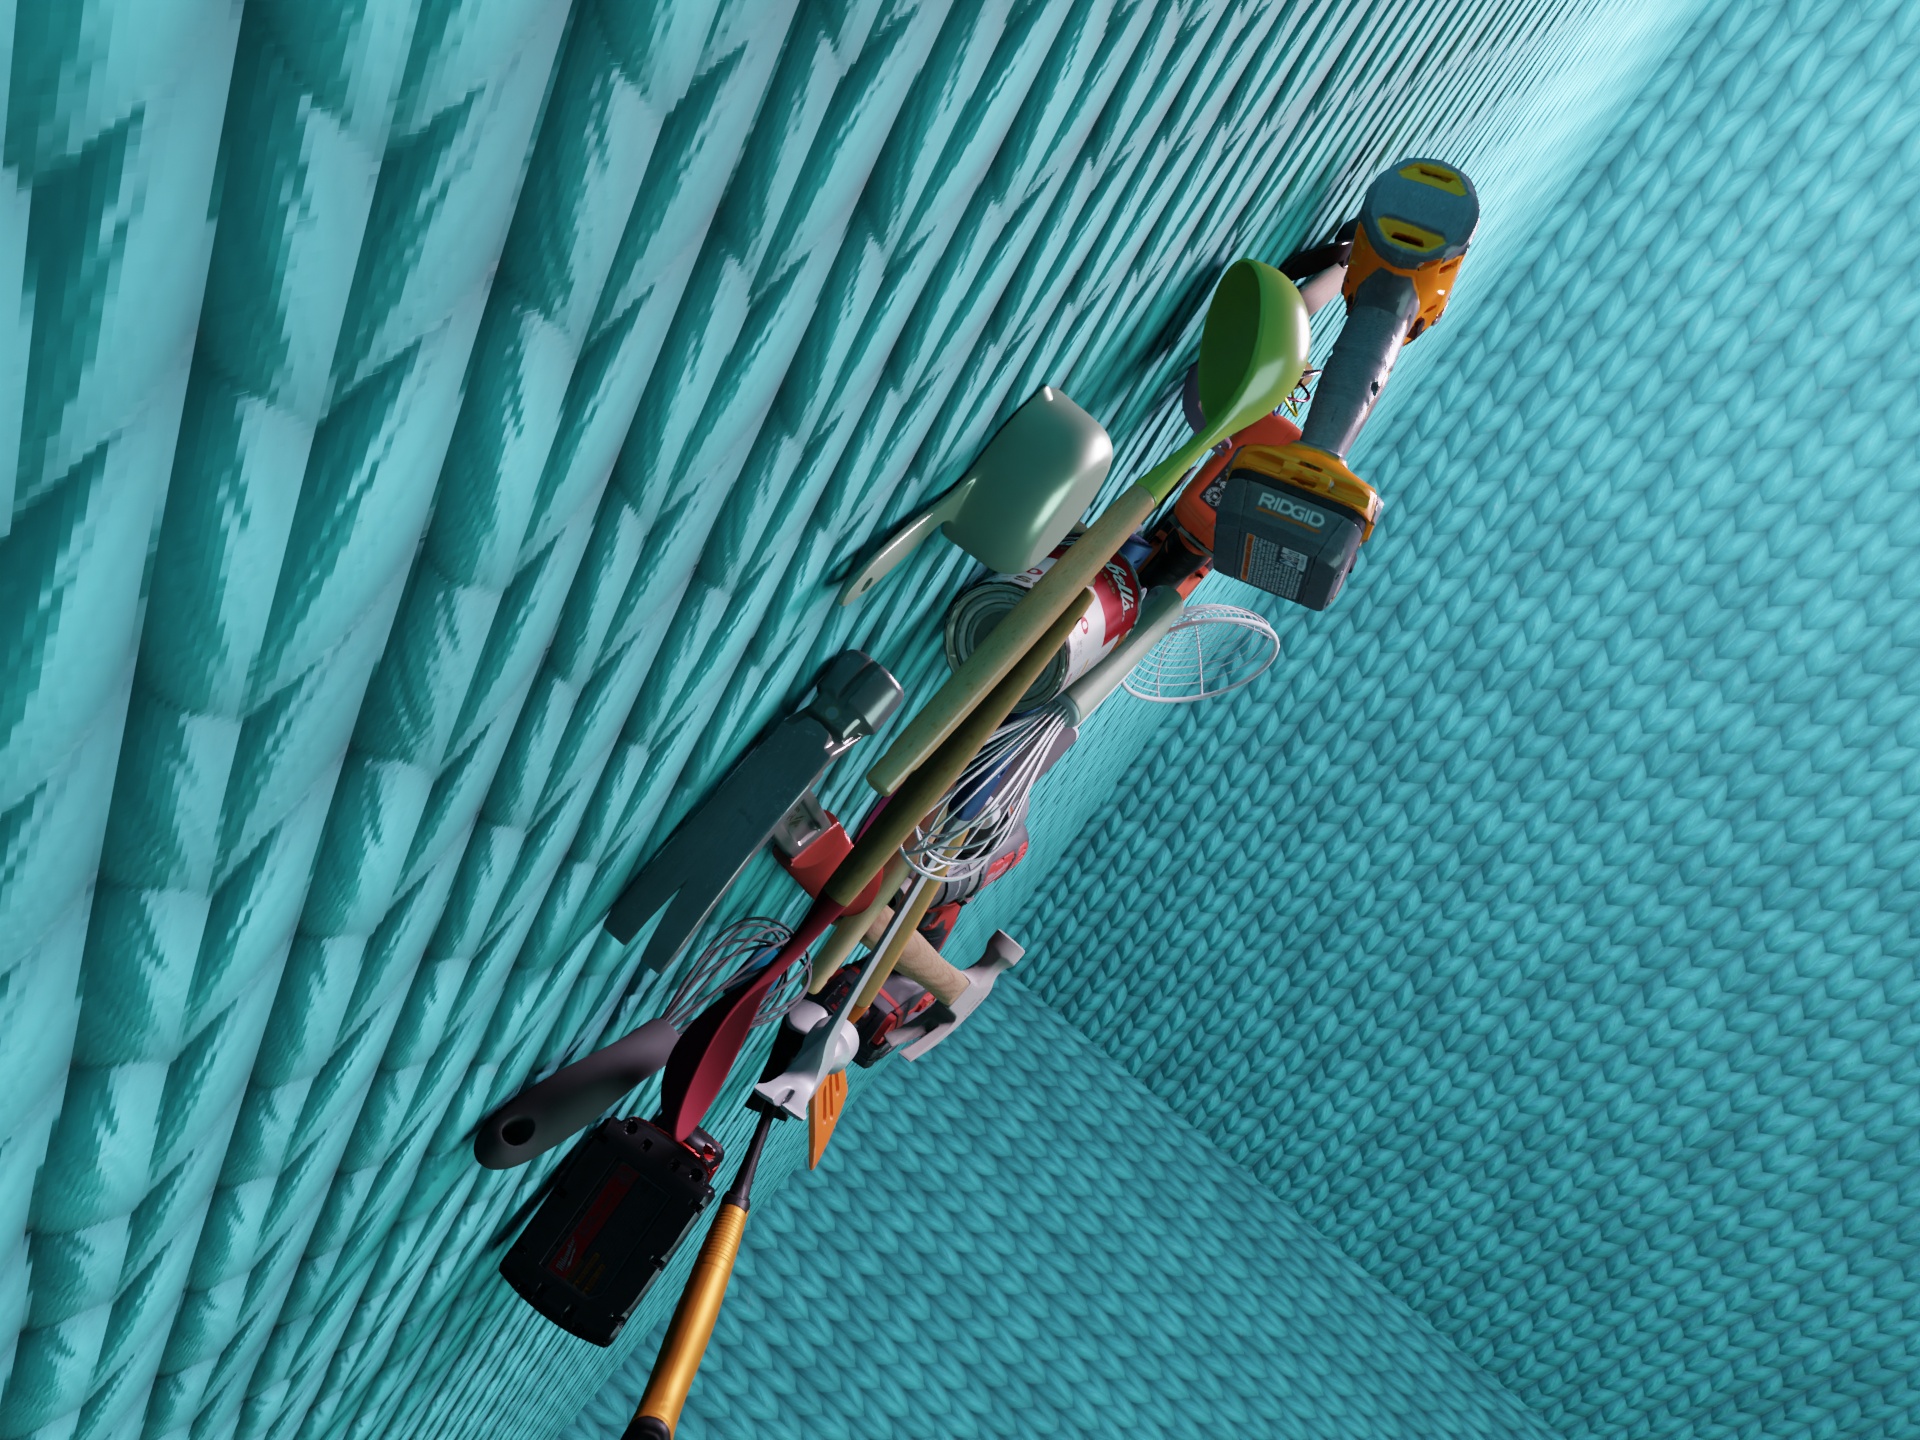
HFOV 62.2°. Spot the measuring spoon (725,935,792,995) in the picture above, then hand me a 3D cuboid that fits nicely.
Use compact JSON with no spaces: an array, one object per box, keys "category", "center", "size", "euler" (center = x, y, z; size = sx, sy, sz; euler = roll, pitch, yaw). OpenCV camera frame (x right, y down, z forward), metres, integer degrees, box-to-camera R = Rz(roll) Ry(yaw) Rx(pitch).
[{"category":"measuring spoon","center":[-0.113,0.156,1.023],"size":[0.042,0.021,0.128],"euler":[-53,170,13]}]

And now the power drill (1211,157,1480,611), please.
[{"category":"power drill","center":[0.221,-0.183,0.910],"size":[0.164,0.084,0.226],"euler":[52,61,-77]}]

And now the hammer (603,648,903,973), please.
[{"category":"hammer","center":[-0.079,0.071,0.791],"size":[0.149,0.037,0.359],"euler":[-50,171,-10]}]

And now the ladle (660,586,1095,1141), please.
[{"category":"ladle","center":[-0.041,0.062,0.731],"size":[0.315,0.031,0.069],"euler":[-51,172,1]}]

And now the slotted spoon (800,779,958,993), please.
[{"category":"slotted spoon","center":[-0.007,0.047,1.034],"size":[0.314,0.031,0.070],"euler":[-54,176,-4]}]

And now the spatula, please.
[{"category":"spatula","center":[-0.051,0.178,1.082],"size":[0.322,0.041,0.081],"euler":[-62,180,32]}]

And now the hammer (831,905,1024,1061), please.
[{"category":"hammer","center":[-0.037,0.180,1.194],"size":[0.130,0.031,0.331],"euler":[-49,155,-6]}]

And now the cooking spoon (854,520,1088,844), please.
[{"category":"cooking spoon","center":[-0.001,-0.003,0.943],"size":[0.069,0.017,0.318],"euler":[-42,169,-47]}]

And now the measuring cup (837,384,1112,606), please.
[{"category":"measuring cup","center":[0.009,-0.073,0.618],"size":[0.168,0.038,0.083],"euler":[-45,170,-48]}]

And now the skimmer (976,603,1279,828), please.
[{"category":"skimmer","center":[0.121,0.006,1.152],"size":[0.127,0.090,0.363],"euler":[-36,-177,41]}]

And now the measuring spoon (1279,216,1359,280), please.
[{"category":"measuring spoon","center":[0.211,-0.276,0.930],"size":[0.124,0.018,0.034],"euler":[-32,160,-47]}]

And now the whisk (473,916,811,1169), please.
[{"category":"whisk","center":[-0.146,0.152,0.768],"size":[0.055,0.055,0.239],"euler":[-56,166,29]}]

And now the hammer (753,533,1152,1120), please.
[{"category":"hammer","center":[-0.006,0.065,0.940],"size":[0.405,0.035,0.144],"euler":[-60,174,14]}]

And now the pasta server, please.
[{"category":"pasta server","center":[0.200,-0.236,0.947],"size":[0.316,0.040,0.060],"euler":[-43,158,-48]}]

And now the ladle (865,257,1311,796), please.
[{"category":"ladle","center":[0.057,-0.091,0.712],"size":[0.320,0.062,0.078],"euler":[-48,180,-21]}]

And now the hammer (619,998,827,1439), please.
[{"category":"hammer","center":[-0.159,0.343,1.056],"size":[0.337,0.034,0.127],"euler":[-72,-176,-53]}]

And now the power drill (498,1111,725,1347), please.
[{"category":"power drill","center":[-0.212,0.317,0.997],"size":[0.143,0.078,0.219],"euler":[-54,176,-14]}]

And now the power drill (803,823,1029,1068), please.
[{"category":"power drill","center":[-0.045,0.176,1.301],"size":[0.188,0.080,0.226],"euler":[-23,148,-58]}]

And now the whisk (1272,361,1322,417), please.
[{"category":"whisk","center":[0.221,-0.230,1.076],"size":[0.051,0.047,0.245],"euler":[-55,174,19]}]

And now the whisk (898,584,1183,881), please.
[{"category":"whisk","center":[0.048,-0.002,0.845],"size":[0.246,0.059,0.058],"euler":[-44,-169,-34]}]
